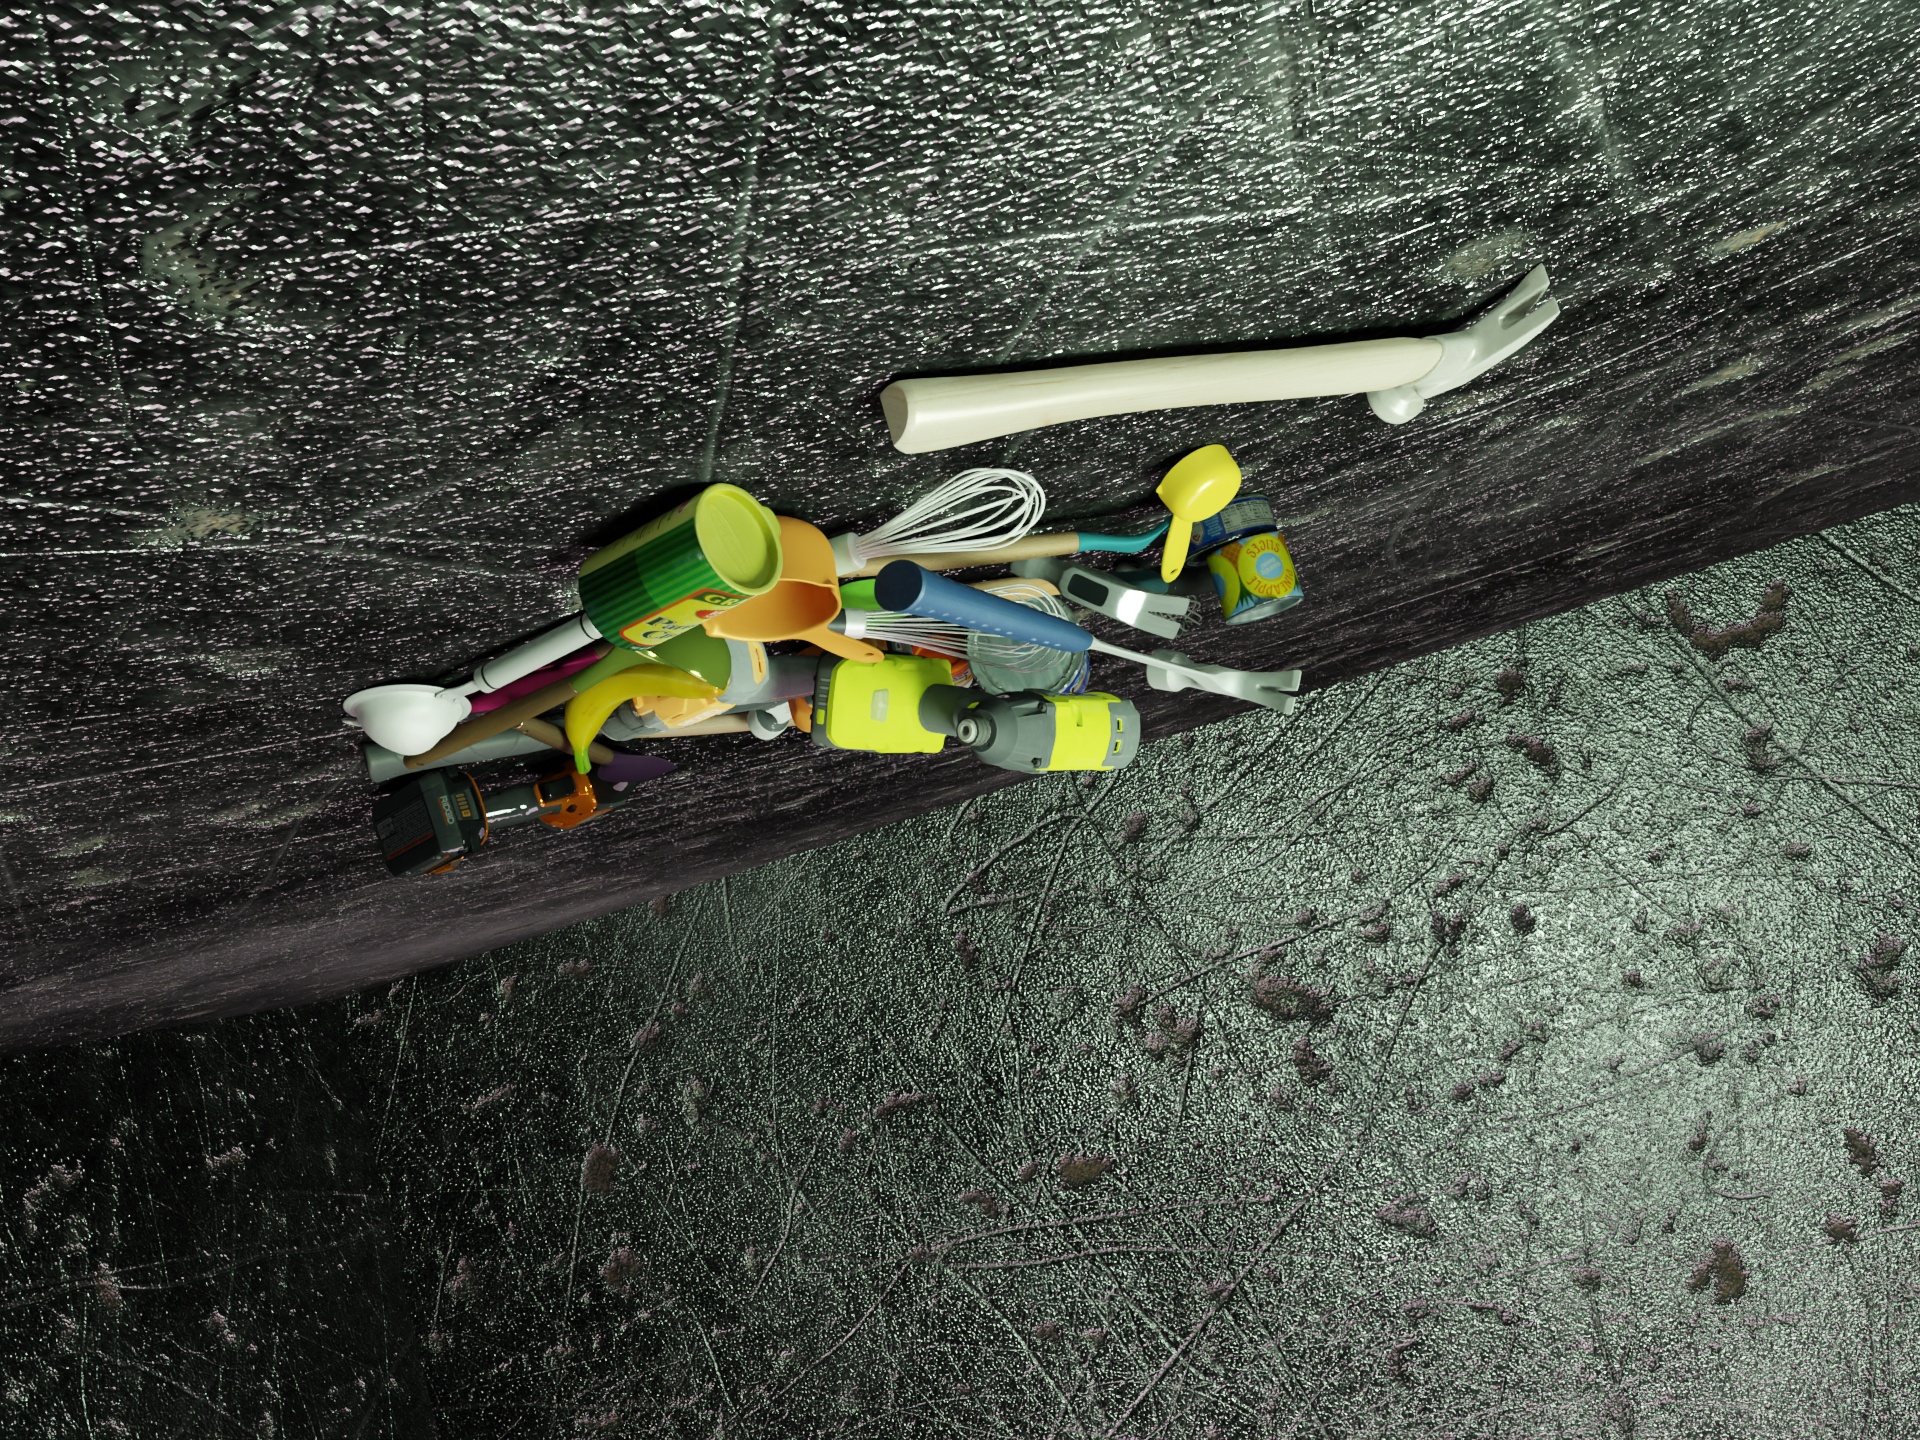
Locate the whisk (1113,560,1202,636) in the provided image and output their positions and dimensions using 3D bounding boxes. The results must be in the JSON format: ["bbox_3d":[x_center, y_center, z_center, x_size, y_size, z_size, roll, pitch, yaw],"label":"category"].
[{"bbox_3d":[0.182,-0.118,1.496,0.055,0.055,0.238,-19,167,18],"label":"whisk"}]

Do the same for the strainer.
[{"bbox_3d":[-0.334,-0.025,1.102,0.258,0.050,0.086,-23,156,23],"label":"strainer"}]

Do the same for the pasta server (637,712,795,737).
[{"bbox_3d":[-0.183,-0.009,1.579,0.316,0.040,0.060,-5,167,-37],"label":"pasta server"}]

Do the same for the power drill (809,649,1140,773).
[{"bbox_3d":[-0.002,-0.004,1.188,0.223,0.080,0.171,9,-174,41],"label":"power drill"}]

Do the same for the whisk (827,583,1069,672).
[{"bbox_3d":[-0.049,-0.070,1.180,0.284,0.070,0.070,0,167,-19],"label":"whisk"}]

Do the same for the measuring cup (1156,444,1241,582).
[{"bbox_3d":[0.170,-0.140,1.161,0.062,0.029,0.156,-26,153,-15],"label":"measuring cup"}]

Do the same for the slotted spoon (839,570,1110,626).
[{"bbox_3d":[0.021,-0.106,1.305,0.313,0.031,0.070,-11,167,-44],"label":"slotted spoon"}]

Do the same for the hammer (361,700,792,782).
[{"bbox_3d":[-0.304,0.004,1.365,0.408,0.036,0.149,-10,166,-35],"label":"hammer"}]

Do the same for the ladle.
[{"bbox_3d":[-0.291,-0.007,1.130,0.320,0.062,0.078,-21,147,30],"label":"ladle"}]

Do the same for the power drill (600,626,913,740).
[{"bbox_3d":[-0.171,-0.024,1.301,0.226,0.084,0.185,-3,167,-45],"label":"power drill"}]

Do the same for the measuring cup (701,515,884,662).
[{"bbox_3d":[-0.100,-0.080,1.018,0.095,0.052,0.173,-18,159,24],"label":"measuring cup"}]

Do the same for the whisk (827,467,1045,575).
[{"bbox_3d":[-0.061,-0.114,1.036,0.246,0.058,0.059,-16,138,19],"label":"whisk"}]

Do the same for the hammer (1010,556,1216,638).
[{"bbox_3d":[0.165,-0.117,1.329,0.128,0.033,0.331,28,-162,21],"label":"hammer"}]

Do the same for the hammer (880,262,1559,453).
[{"bbox_3d":[0.148,-0.196,0.893,0.410,0.038,0.146,-12,170,-28],"label":"hammer"}]

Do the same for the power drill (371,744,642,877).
[{"bbox_3d":[-0.411,0.074,1.492,0.164,0.084,0.226,-24,173,42],"label":"power drill"}]

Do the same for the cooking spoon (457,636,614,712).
[{"bbox_3d":[-0.235,-0.059,1.130,0.319,0.017,0.068,-19,162,19],"label":"cooking spoon"}]

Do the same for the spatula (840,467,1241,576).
[{"bbox_3d":[0.058,-0.138,1.170,0.317,0.044,0.082,-9,170,-19],"label":"spatula"}]

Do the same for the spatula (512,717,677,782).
[{"bbox_3d":[-0.310,0.027,1.335,0.060,0.018,0.315,-18,168,4],"label":"spatula"}]

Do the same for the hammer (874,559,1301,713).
[{"bbox_3d":[0.096,-0.056,1.139,0.144,0.035,0.405,13,-179,41],"label":"hammer"}]
